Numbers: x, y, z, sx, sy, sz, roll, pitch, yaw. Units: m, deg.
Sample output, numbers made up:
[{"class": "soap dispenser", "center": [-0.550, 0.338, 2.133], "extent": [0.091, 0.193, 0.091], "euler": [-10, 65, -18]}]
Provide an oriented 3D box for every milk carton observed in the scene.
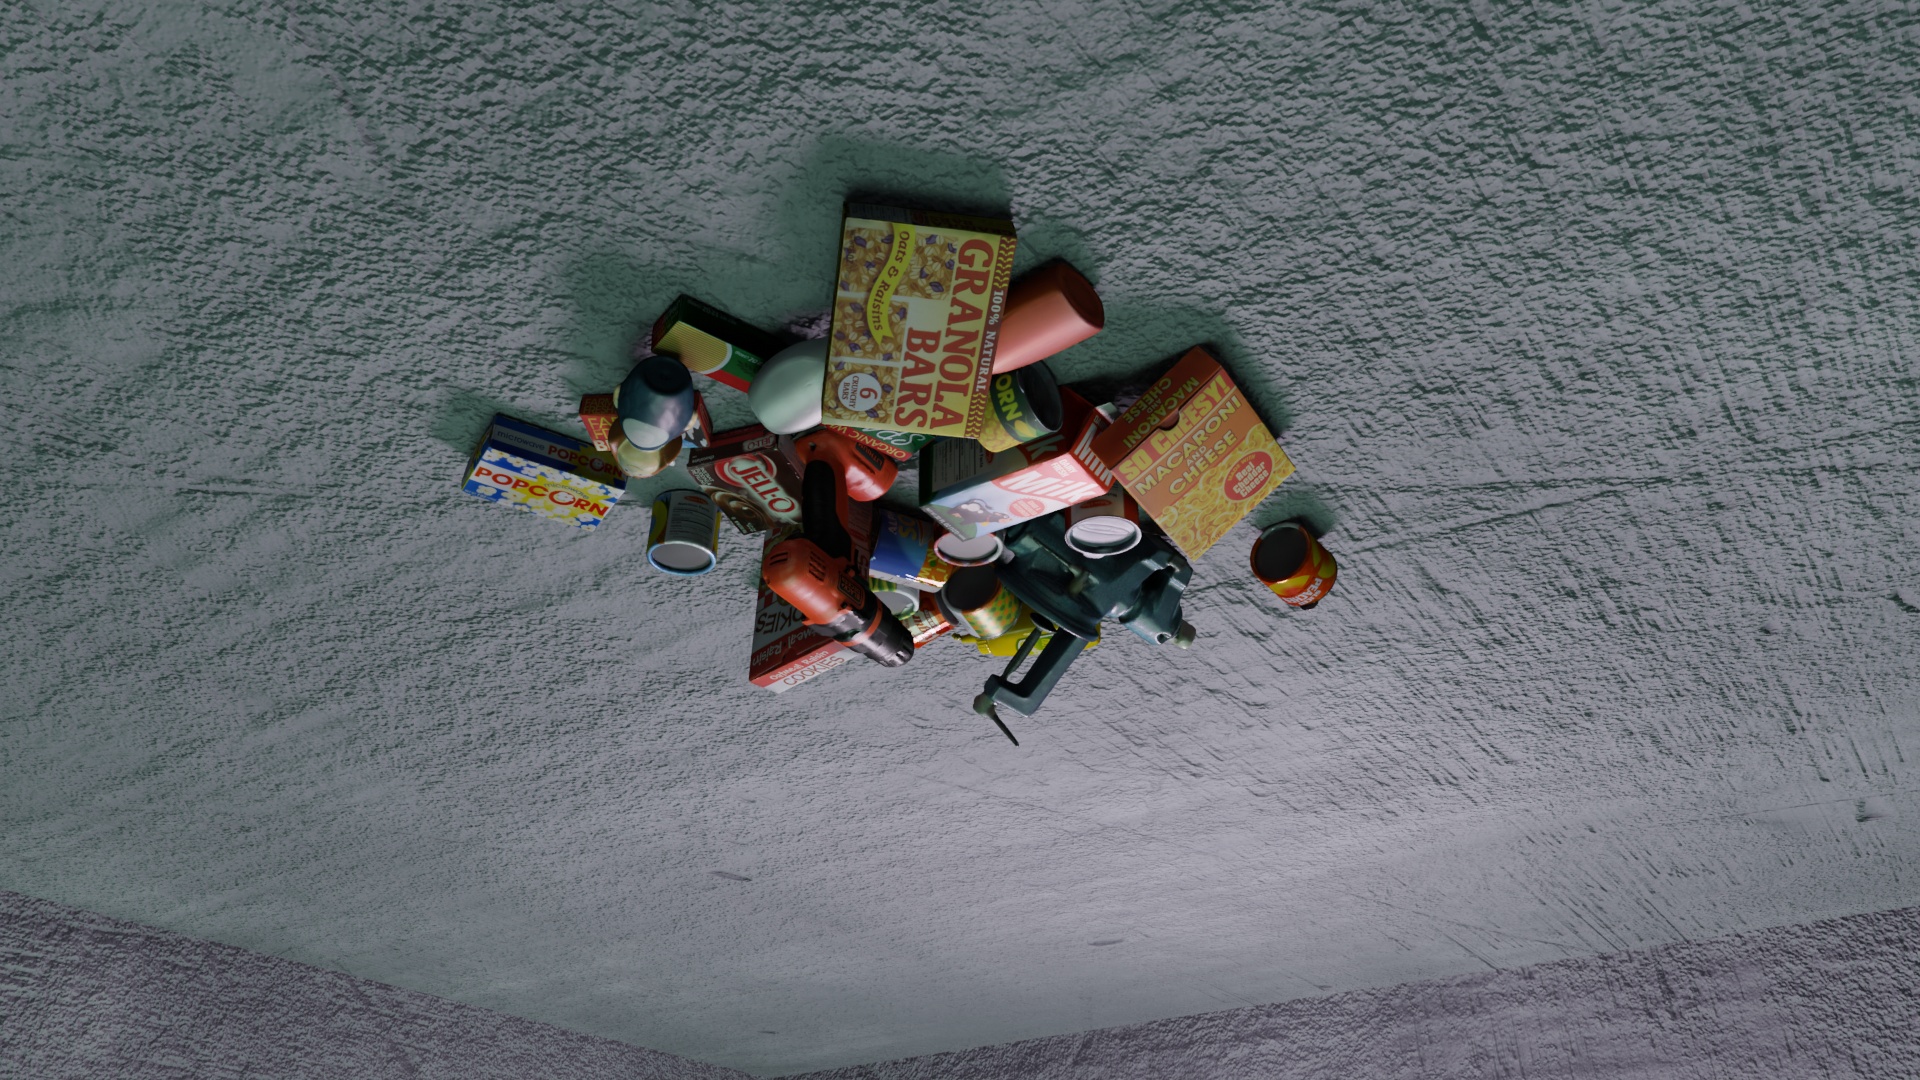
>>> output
[{"class": "milk carton", "center": [0.062, -0.070, 1.195], "extent": [0.190, 0.074, 0.072], "euler": [-19, 143, 28]}]

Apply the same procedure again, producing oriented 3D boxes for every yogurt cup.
[{"class": "yogurt cup", "center": [-0.037, 0.073, 1.436], "extent": [0.054, 0.073, 0.072], "euler": [-24, 141, 20]}]

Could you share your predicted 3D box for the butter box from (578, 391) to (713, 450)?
[{"class": "butter box", "center": [-0.270, -0.102, 1.194], "extent": [0.103, 0.024, 0.053], "euler": [-1, 148, 3]}]

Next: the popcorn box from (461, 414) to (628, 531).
[{"class": "popcorn box", "center": [-0.373, -0.059, 1.251], "extent": [0.127, 0.038, 0.085], "euler": [19, 143, -27]}]

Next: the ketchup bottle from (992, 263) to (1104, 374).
[{"class": "ketchup bottle", "center": [0.036, -0.159, 1.081], "extent": [0.148, 0.044, 0.064], "euler": [-23, 139, 33]}]

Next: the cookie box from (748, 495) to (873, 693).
[{"class": "cookie box", "center": [-0.139, 0.045, 1.292], "extent": [0.040, 0.168, 0.122], "euler": [29, 138, -36]}]

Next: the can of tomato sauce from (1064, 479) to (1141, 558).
[{"class": "can of tomato sauce", "center": [0.125, -0.037, 1.237], "extent": [0.071, 0.083, 0.071], "euler": [0, 148, 0]}]

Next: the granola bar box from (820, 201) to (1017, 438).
[{"class": "granola bar box", "center": [-0.034, -0.161, 1.025], "extent": [0.124, 0.039, 0.164], "euler": [5, 123, -9]}]

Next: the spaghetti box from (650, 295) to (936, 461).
[{"class": "spaghetti box", "center": [-0.131, -0.129, 1.146], "extent": [0.250, 0.029, 0.050], "euler": [22, 143, -30]}]

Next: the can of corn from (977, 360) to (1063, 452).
[{"class": "can of corn", "center": [0.041, -0.112, 1.134], "extent": [0.058, 0.071, 0.071], "euler": [-19, 143, 29]}]

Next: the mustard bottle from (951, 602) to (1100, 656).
[{"class": "mustard bottle", "center": [0.068, 0.096, 1.484], "extent": [0.160, 0.049, 0.065], "euler": [-10, 145, 16]}]

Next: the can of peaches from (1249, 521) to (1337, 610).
[{"class": "can of peaches", "center": [0.323, 0.025, 1.345], "extent": [0.071, 0.071, 0.058], "euler": [-22, 140, 31]}]

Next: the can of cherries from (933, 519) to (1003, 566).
[{"class": "can of cherries", "center": [0.005, -0.016, 1.296], "extent": [0.071, 0.058, 0.071], "euler": [0, 148, 0]}]

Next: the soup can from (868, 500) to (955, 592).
[{"class": "soup can", "center": [-0.054, 0.006, 1.329], "extent": [0.084, 0.071, 0.071], "euler": [16, 145, -24]}]

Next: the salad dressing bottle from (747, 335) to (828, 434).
[{"class": "salad dressing bottle", "center": [-0.096, -0.139, 1.084], "extent": [0.147, 0.044, 0.064], "euler": [-31, 120, 15]}]

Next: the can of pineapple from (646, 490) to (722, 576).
[{"class": "can of pineapple", "center": [-0.262, -0.005, 1.317], "extent": [0.071, 0.058, 0.070], "euler": [0, 148, 0]}]

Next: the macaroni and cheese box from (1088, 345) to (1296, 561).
[{"class": "macaroni and cheese box", "center": [0.199, -0.070, 1.173], "extent": [0.123, 0.040, 0.166], "euler": [-43, 136, 6]}]

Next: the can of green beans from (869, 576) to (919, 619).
[{"class": "can of green beans", "center": [-0.073, 0.041, 1.388], "extent": [0.071, 0.058, 0.071], "euler": [0, 148, 0]}]

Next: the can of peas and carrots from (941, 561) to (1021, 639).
[{"class": "can of peas and carrots", "center": [0.023, 0.057, 1.407], "extent": [0.071, 0.071, 0.058], "euler": [-12, 145, 19]}]
